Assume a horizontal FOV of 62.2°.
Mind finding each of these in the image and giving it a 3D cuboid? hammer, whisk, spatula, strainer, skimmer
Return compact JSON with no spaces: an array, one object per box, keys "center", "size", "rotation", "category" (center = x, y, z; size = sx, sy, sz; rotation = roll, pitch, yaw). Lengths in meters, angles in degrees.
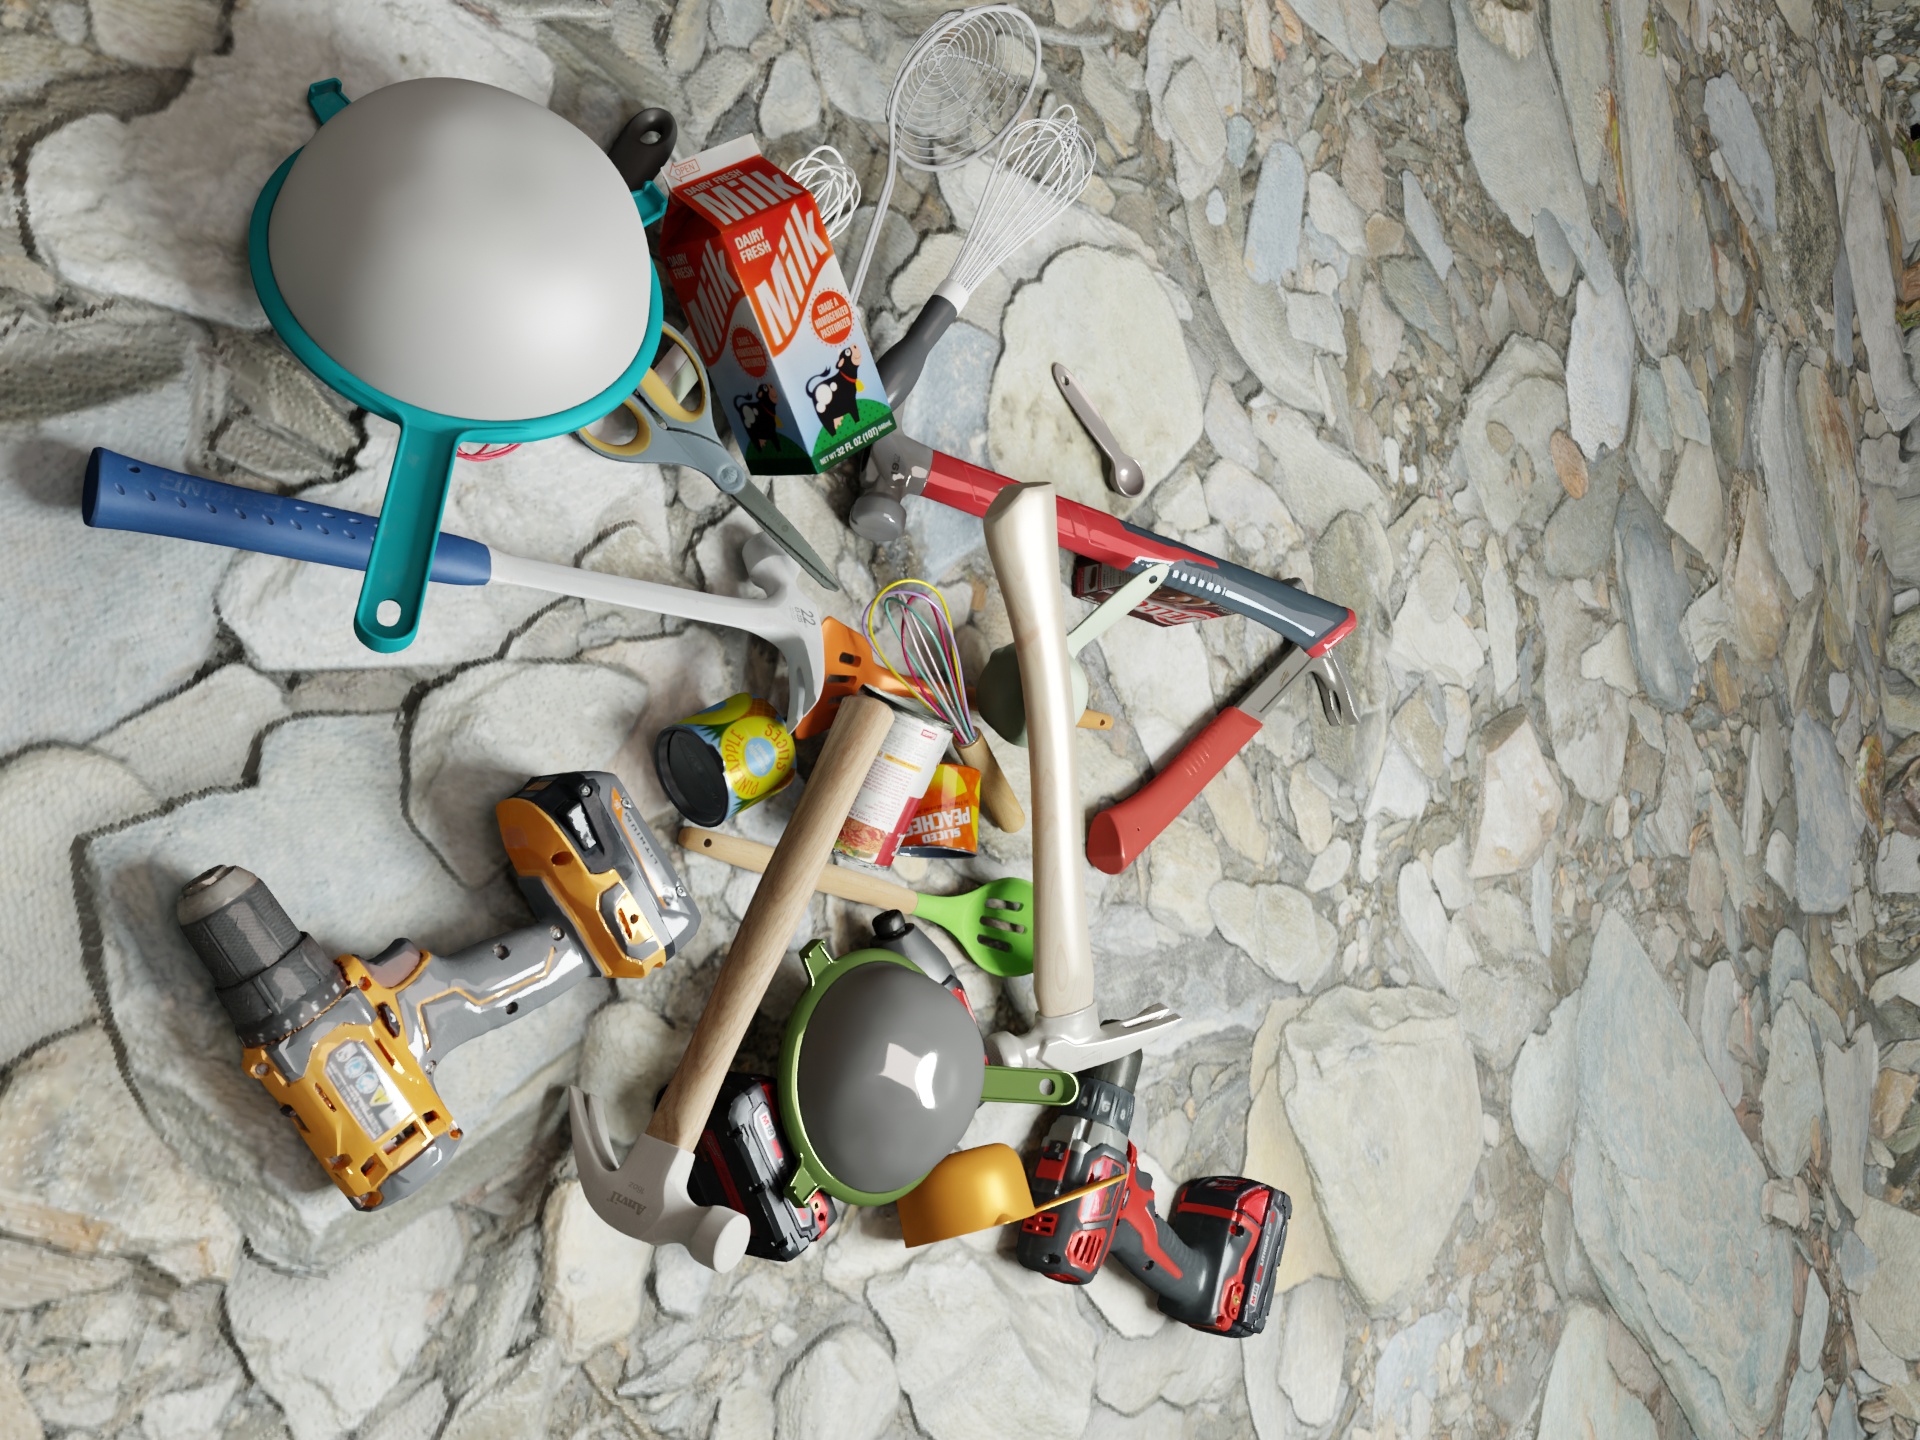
[{"center":[-0.247,-0.079,0.862],"size":[0.405,0.035,0.144],"rotation":[9,47,-38],"category":"hammer"},{"center":[0.000,-0.004,1.068],"size":[0.047,0.051,0.244],"rotation":[-55,139,-26],"category":"whisk"},{"center":[-0.229,-0.259,0.917],"size":[0.073,0.073,0.296],"rotation":[42,53,-32],"category":"whisk"},{"center":[0.005,-0.014,1.116],"size":[0.322,0.041,0.081],"rotation":[9,98,-44],"category":"spatula"},{"center":[0.009,-0.314,1.097],"size":[0.070,0.070,0.285],"rotation":[43,70,-31],"category":"whisk"},{"center":[0.220,0.024,1.317],"size":[0.359,0.037,0.149],"rotation":[-40,112,-39],"category":"hammer"},{"center":[0.005,0.220,0.973],"size":[0.256,0.069,0.151],"rotation":[17,70,-44],"category":"strainer"},{"center":[0.115,-0.141,1.140],"size":[0.386,0.038,0.143],"rotation":[18,69,-17],"category":"hammer"},{"center":[-0.033,-0.326,1.084],"size":[0.127,0.090,0.363],"rotation":[61,42,-66],"category":"skimmer"},{"center":[-0.119,0.132,0.908],"size":[0.331,0.130,0.031],"rotation":[-67,150,-21],"category":"hammer"},{"center":[-0.247,-0.198,0.779],"size":[0.211,0.095,0.341],"rotation":[13,59,-20],"category":"strainer"},{"center":[-0.136,-0.278,1.013],"size":[0.246,0.058,0.059],"rotation":[-59,153,-26],"category":"whisk"},{"center":[0.071,0.044,1.076],"size":[0.146,0.038,0.410],"rotation":[-12,107,-23],"category":"hammer"}]

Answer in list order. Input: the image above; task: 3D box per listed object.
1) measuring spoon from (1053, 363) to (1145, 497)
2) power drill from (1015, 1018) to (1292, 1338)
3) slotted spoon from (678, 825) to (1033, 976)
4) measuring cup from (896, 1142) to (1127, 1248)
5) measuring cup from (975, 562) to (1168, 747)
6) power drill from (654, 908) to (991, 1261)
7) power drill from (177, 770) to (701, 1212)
[{"center":[0.105,-0.228,1.258],"size":[0.124,0.018,0.034],"rotation":[54,53,-16],"category":"measuring spoon"},{"center":[0.147,0.345,1.184],"size":[0.226,0.080,0.188],"rotation":[35,62,-32],"category":"power drill"},{"center":[-0.052,0.113,1.056],"size":[0.313,0.031,0.070],"rotation":[21,80,-38],"category":"slotted spoon"},{"center":[0.036,0.304,1.060],"size":[0.173,0.095,0.052],"rotation":[-7,72,-32],"category":"measuring cup"},{"center":[0.086,-0.046,1.098],"size":[0.167,0.038,0.083],"rotation":[-41,129,4],"category":"measuring cup"},{"center":[-0.074,0.220,0.991],"size":[0.219,0.078,0.143],"rotation":[-30,106,-44],"category":"power drill"},{"center":[-0.267,0.110,0.822],"size":[0.226,0.084,0.185],"rotation":[-40,110,-34],"category":"power drill"}]
